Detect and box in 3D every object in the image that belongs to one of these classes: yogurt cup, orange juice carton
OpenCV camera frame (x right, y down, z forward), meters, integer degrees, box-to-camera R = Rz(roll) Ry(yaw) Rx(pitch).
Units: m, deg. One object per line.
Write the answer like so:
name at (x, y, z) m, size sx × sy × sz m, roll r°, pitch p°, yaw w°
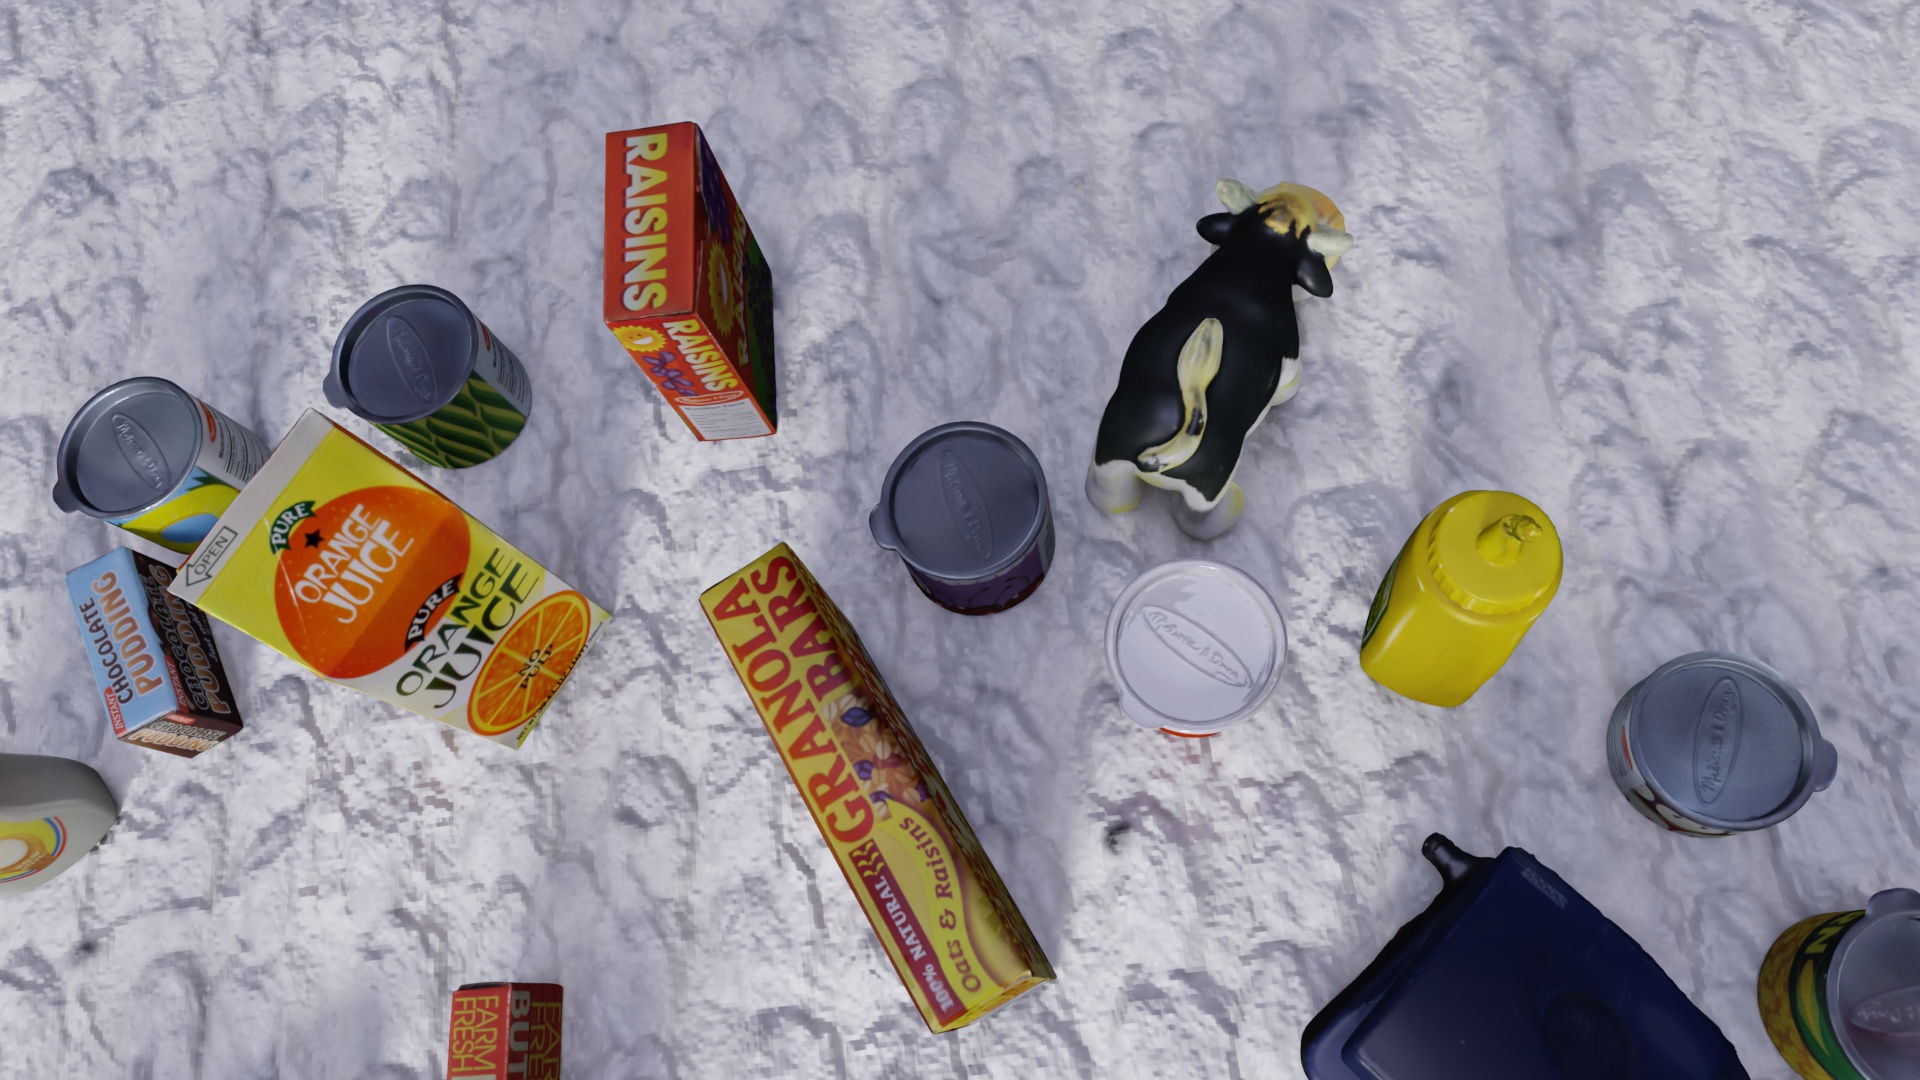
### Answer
yogurt cup at (0.091, 0.046, 0.542) m, size 0.072 × 0.053 × 0.072 m, roll -2°, pitch 72°, yaw 7°
orange juice carton at (-0.210, 0.015, 0.517) m, size 0.073 × 0.192 × 0.072 m, roll 30°, pitch 78°, yaw 15°

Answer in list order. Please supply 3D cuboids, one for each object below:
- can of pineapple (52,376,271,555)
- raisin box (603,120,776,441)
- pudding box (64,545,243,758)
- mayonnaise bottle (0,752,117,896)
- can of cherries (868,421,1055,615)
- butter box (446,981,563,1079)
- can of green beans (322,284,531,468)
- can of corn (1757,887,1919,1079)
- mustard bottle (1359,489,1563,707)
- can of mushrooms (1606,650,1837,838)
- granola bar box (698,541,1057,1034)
can of pineapple at (-0.355, -0.031, 0.622) m, size 0.071 × 0.057 × 0.071 m, roll -2°, pitch 72°, yaw 7°
raisin box at (-0.110, -0.103, 0.580) m, size 0.040 × 0.123 × 0.086 m, roll -5°, pitch 71°, yaw 6°
pudding box at (-0.348, 0.048, 0.599) m, size 0.030 × 0.049 × 0.084 m, roll -29°, pitch 71°, yaw -2°
mayonnaise bottle at (-0.402, 0.104, 0.535) m, size 0.065 × 0.147 × 0.041 m, roll -38°, pitch 72°, yaw -6°
can of cherries at (0.002, -0.007, 0.568) m, size 0.071 × 0.058 × 0.071 m, roll -2°, pitch 72°, yaw 7°
butter box at (-0.170, 0.219, 0.517) m, size 0.024 × 0.053 × 0.104 m, roll -6°, pitch 71°, yaw 6°
can of green beans at (-0.234, -0.072, 0.620) m, size 0.071 × 0.057 × 0.071 m, roll -2°, pitch 72°, yaw 7°
can of corn at (0.317, 0.157, 0.474) m, size 0.071 × 0.058 × 0.071 m, roll -2°, pitch 72°, yaw 7°
mustard bottle at (0.176, 0.015, 0.485) m, size 0.049 × 0.160 × 0.065 m, roll 23°, pitch 76°, yaw 14°
can of mushrooms at (0.282, 0.078, 0.518) m, size 0.071 × 0.033 × 0.071 m, roll -2°, pitch 72°, yaw 7°
granola bar box at (-0.027, 0.094, 0.504) m, size 0.039 × 0.124 × 0.166 m, roll -31°, pitch 71°, yaw -3°
